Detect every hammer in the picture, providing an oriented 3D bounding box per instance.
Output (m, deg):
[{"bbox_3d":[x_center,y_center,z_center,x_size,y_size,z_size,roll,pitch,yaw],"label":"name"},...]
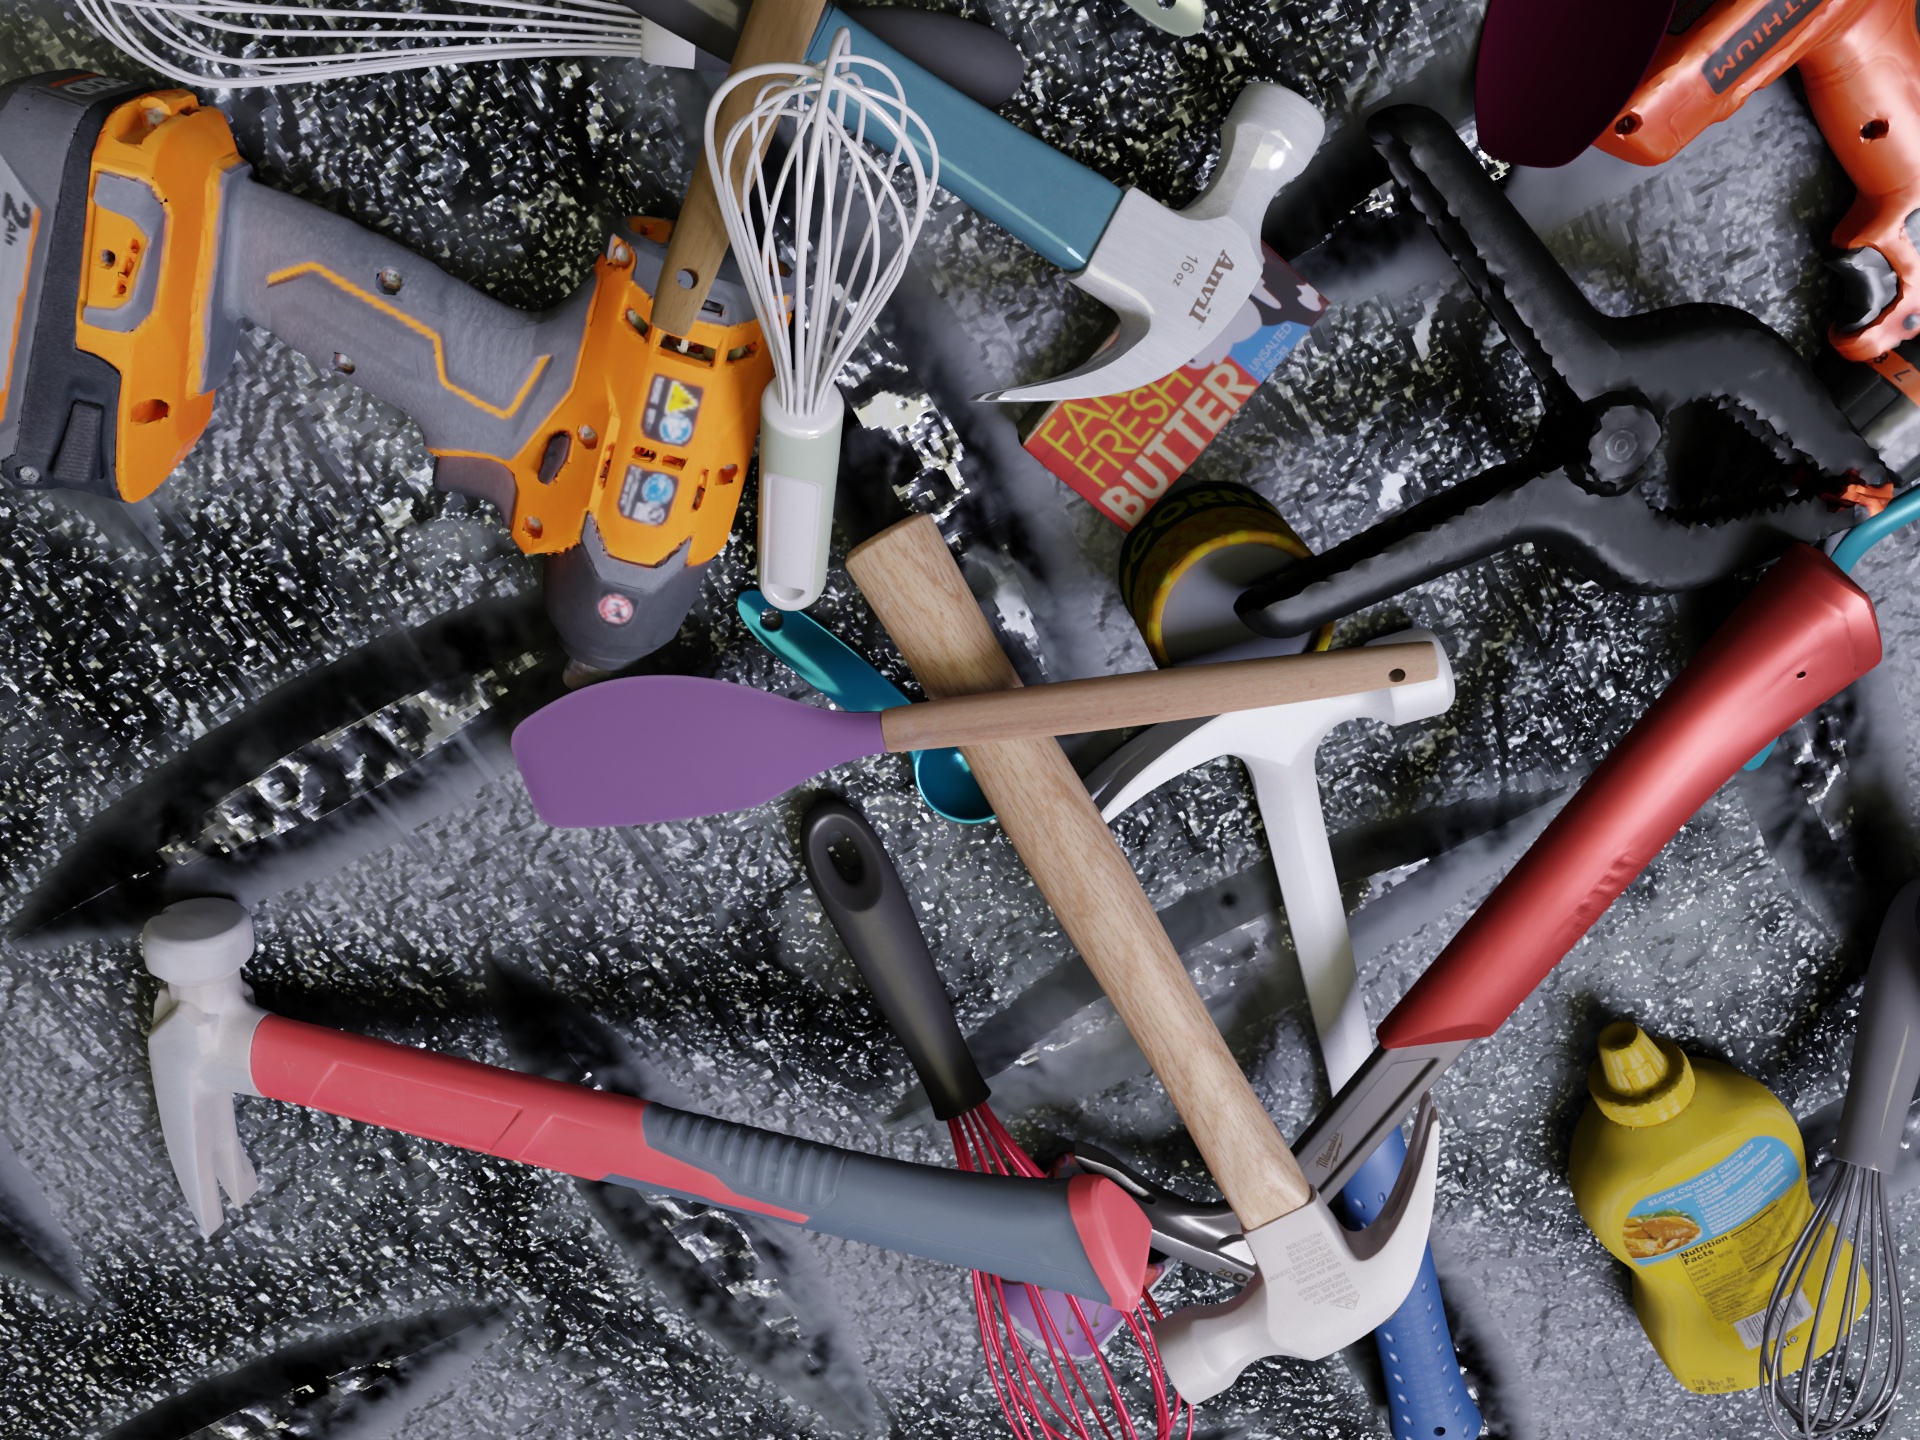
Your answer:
[{"bbox_3d":[-0.124,0.168,0.589,0.386,0.038,0.143,10,114,12],"label":"hammer"},{"bbox_3d":[-0.055,-0.200,0.452,0.330,0.033,0.128,27,92,-18],"label":"hammer"},{"bbox_3d":[0.187,0.085,0.582,0.149,0.037,0.359,26,118,-9],"label":"hammer"},{"bbox_3d":[0.058,0.075,0.566,0.130,0.031,0.331,-30,92,10],"label":"hammer"},{"bbox_3d":[0.162,0.161,0.672,0.144,0.035,0.405,-17,114,3],"label":"hammer"}]

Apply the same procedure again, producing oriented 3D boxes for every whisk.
[{"bbox_3d":[-0.046,-0.097,0.466,0.058,0.059,0.246,10,154,-3],"label":"whisk"},{"bbox_3d":[0.009,0.165,0.608,0.073,0.073,0.296,-25,90,7],"label":"whisk"},{"bbox_3d":[0.374,0.181,0.651,0.055,0.055,0.239,15,87,-11],"label":"whisk"},{"bbox_3d":[-0.120,-0.213,0.477,0.284,0.070,0.070,3,114,-11],"label":"whisk"}]

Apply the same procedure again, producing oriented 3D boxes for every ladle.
[{"bbox_3d":[-0.024,-0.253,0.422,0.069,0.031,0.315,20,95,-18],"label":"ladle"}]

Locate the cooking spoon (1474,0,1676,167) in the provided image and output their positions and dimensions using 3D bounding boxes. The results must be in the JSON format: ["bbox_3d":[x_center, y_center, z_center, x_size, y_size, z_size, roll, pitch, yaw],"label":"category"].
[{"bbox_3d":[0.227,-0.320,0.458,0.017,0.069,0.318,6,112,-36],"label":"cooking spoon"}]

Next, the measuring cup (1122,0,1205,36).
[{"bbox_3d":[0.006,-0.260,0.469,0.167,0.038,0.083,34,95,-22],"label":"measuring cup"}]

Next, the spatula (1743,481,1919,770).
[{"bbox_3d":[0.387,-0.103,0.548,0.317,0.082,0.044,-46,66,21],"label":"spatula"}]

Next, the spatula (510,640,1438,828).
[{"bbox_3d":[-0.001,-0.002,0.538,0.316,0.018,0.059,-7,120,8],"label":"spatula"}]

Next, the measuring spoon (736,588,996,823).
[{"bbox_3d":[-0.030,-0.010,0.595,0.128,0.021,0.042,38,107,-9],"label":"measuring spoon"}]

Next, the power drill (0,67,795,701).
[{"bbox_3d":[-0.181,-0.098,0.508,0.226,0.084,0.164,14,114,-14],"label":"power drill"}]

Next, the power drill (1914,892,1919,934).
[{"bbox_3d":[0.490,0.078,0.618,0.228,0.080,0.190,-38,111,4],"label":"power drill"}]
